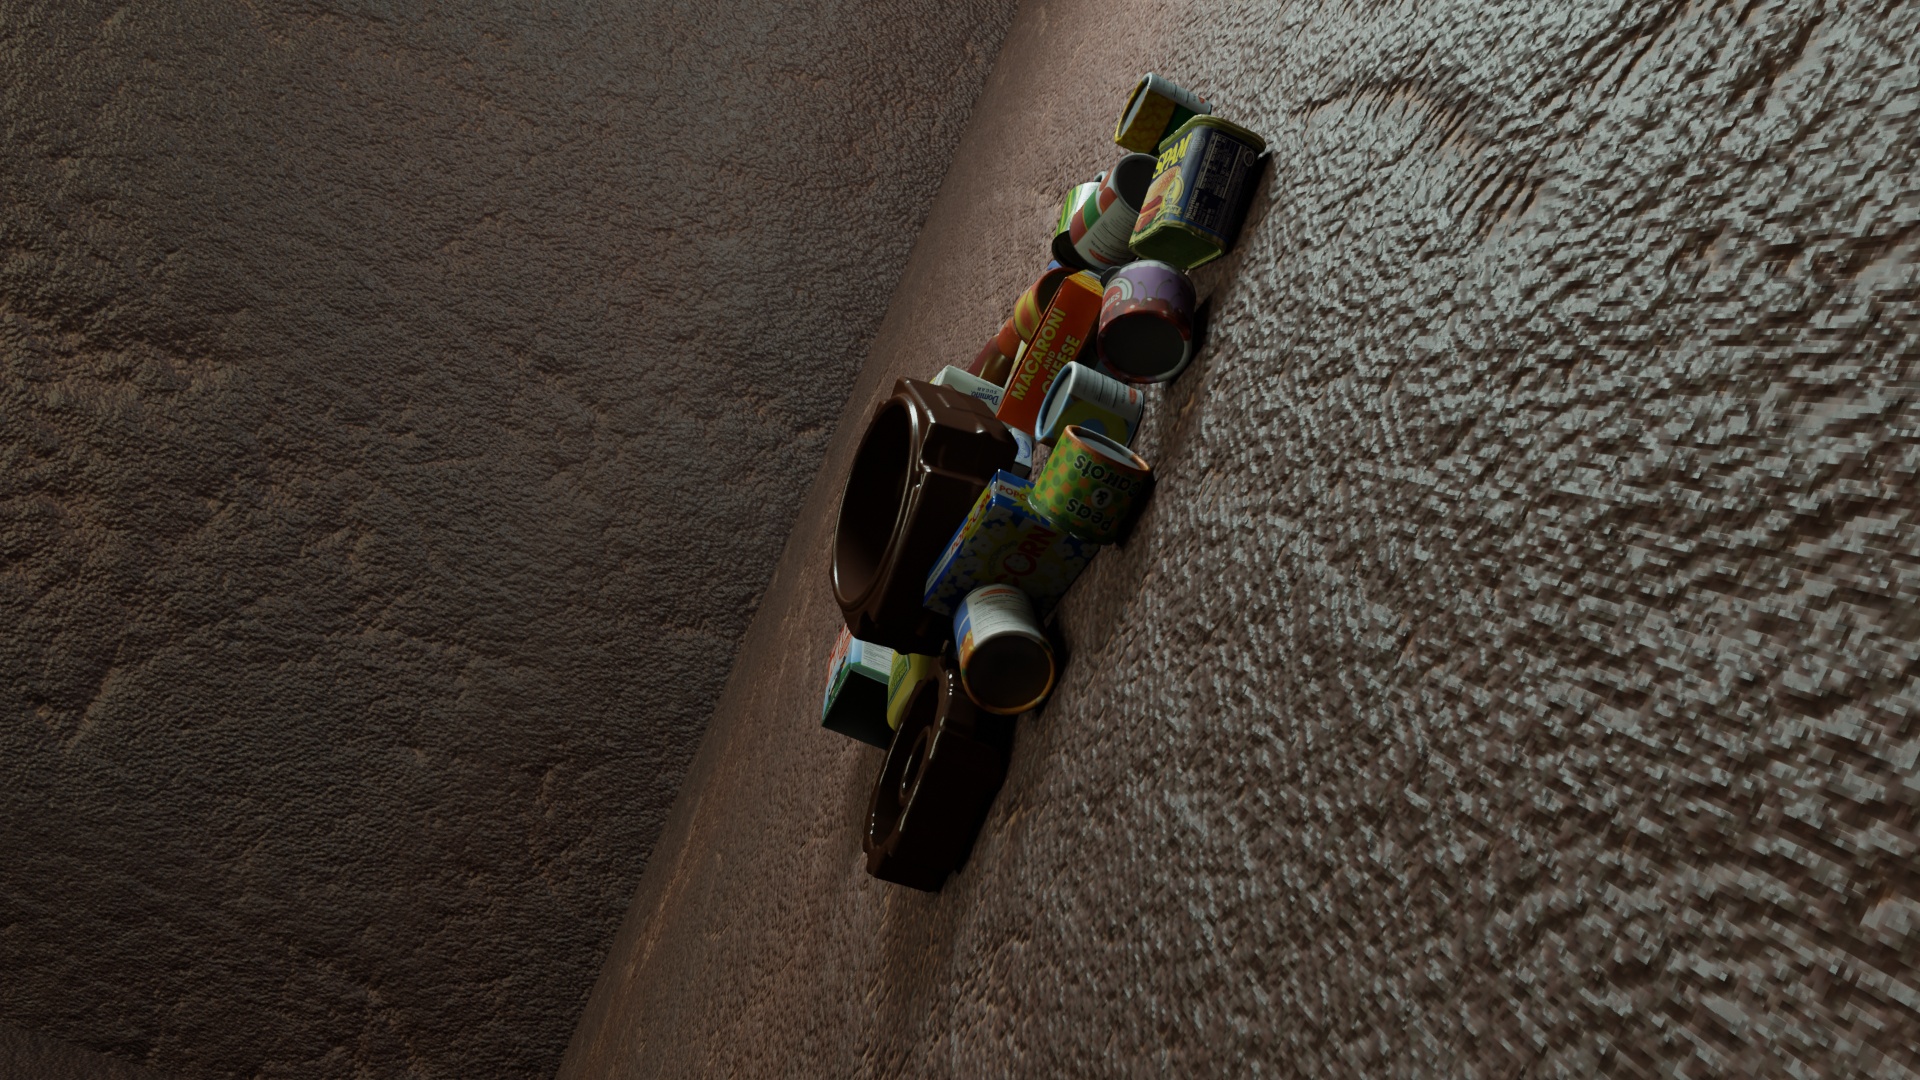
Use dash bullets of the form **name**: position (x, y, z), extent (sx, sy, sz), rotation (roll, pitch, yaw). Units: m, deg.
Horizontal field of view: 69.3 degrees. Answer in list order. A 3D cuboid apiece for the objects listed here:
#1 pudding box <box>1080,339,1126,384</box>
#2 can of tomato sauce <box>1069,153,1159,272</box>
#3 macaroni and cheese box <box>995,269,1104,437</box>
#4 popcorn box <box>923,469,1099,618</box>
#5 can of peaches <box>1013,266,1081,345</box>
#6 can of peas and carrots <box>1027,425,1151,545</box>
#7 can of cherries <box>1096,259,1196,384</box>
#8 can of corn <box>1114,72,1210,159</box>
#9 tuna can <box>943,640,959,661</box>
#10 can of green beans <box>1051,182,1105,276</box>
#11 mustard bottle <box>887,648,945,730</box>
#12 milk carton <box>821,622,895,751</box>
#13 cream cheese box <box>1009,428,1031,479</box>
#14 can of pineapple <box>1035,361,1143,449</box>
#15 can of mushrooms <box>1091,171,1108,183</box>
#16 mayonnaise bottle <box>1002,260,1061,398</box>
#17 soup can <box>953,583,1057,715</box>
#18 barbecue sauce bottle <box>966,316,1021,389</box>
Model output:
- **pudding box**: position (0.102, -0.113, 1.103), extent (0.050, 0.030, 0.083), rotation (-100, 34, -67)
- **can of tomato sauce**: position (0.138, -0.275, 1.163), extent (0.082, 0.071, 0.071), rotation (-43, 26, 61)
- **macaroni and cheese box**: position (0.082, -0.158, 1.145), extent (0.123, 0.040, 0.167), rotation (-63, -4, 16)
- **popcorn box**: position (0.036, 0.015, 1.018), extent (0.038, 0.085, 0.126), rotation (-81, 18, -45)
- **can of peaches**: position (0.087, -0.211, 1.262), extent (0.071, 0.071, 0.058), rotation (-70, 13, -14)
- **can of peas and carrots**: position (0.088, -0.037, 0.937), extent (0.058, 0.071, 0.071), rotation (-63, 12, 16)
- **can of cherries**: position (0.127, -0.152, 0.967), extent (0.071, 0.071, 0.059), rotation (125, 163, -46)
- **can of corn**: position (0.171, -0.356, 1.190), extent (0.071, 0.058, 0.071), rotation (-90, 26, -63)
- **tuna can**: position (0.012, 0.085, 1.121), extent (0.071, 0.033, 0.071), rotation (-67, 12, 0)
- **can of green beans**: position (0.121, -0.279, 1.251), extent (0.071, 0.071, 0.058), rotation (-46, 24, 61)
- **mustard bottle**: position (-0.037, 0.120, 1.236), extent (0.065, 0.049, 0.161), rotation (-62, 13, 15)
- **milk carton**: position (-0.088, 0.123, 1.396), extent (0.191, 0.073, 0.072), rotation (-93, 28, -66)
- **cream cheese box**: position (0.034, -0.051, 1.303), extent (0.054, 0.024, 0.103), rotation (-85, 21, -50)
- **can of pineapple**: position (0.094, -0.091, 1.031), extent (0.071, 0.058, 0.071), rotation (-155, 88, -78)
- **can of mushrooms**: position (0.136, -0.317, 1.339), extent (0.070, 0.033, 0.071), rotation (-61, 14, 26)
- **mayonnaise bottle**: position (0.082, -0.198, 1.330), extent (0.064, 0.041, 0.148), rotation (137, 153, -67)
- **soup can**: position (0.031, 0.078, 0.977), extent (0.084, 0.071, 0.071), rotation (-102, 36, -70)
- **barbecue sauce bottle**: position (0.041, -0.191, 1.497), extent (0.148, 0.044, 0.065), rotation (-49, 22, 55)
